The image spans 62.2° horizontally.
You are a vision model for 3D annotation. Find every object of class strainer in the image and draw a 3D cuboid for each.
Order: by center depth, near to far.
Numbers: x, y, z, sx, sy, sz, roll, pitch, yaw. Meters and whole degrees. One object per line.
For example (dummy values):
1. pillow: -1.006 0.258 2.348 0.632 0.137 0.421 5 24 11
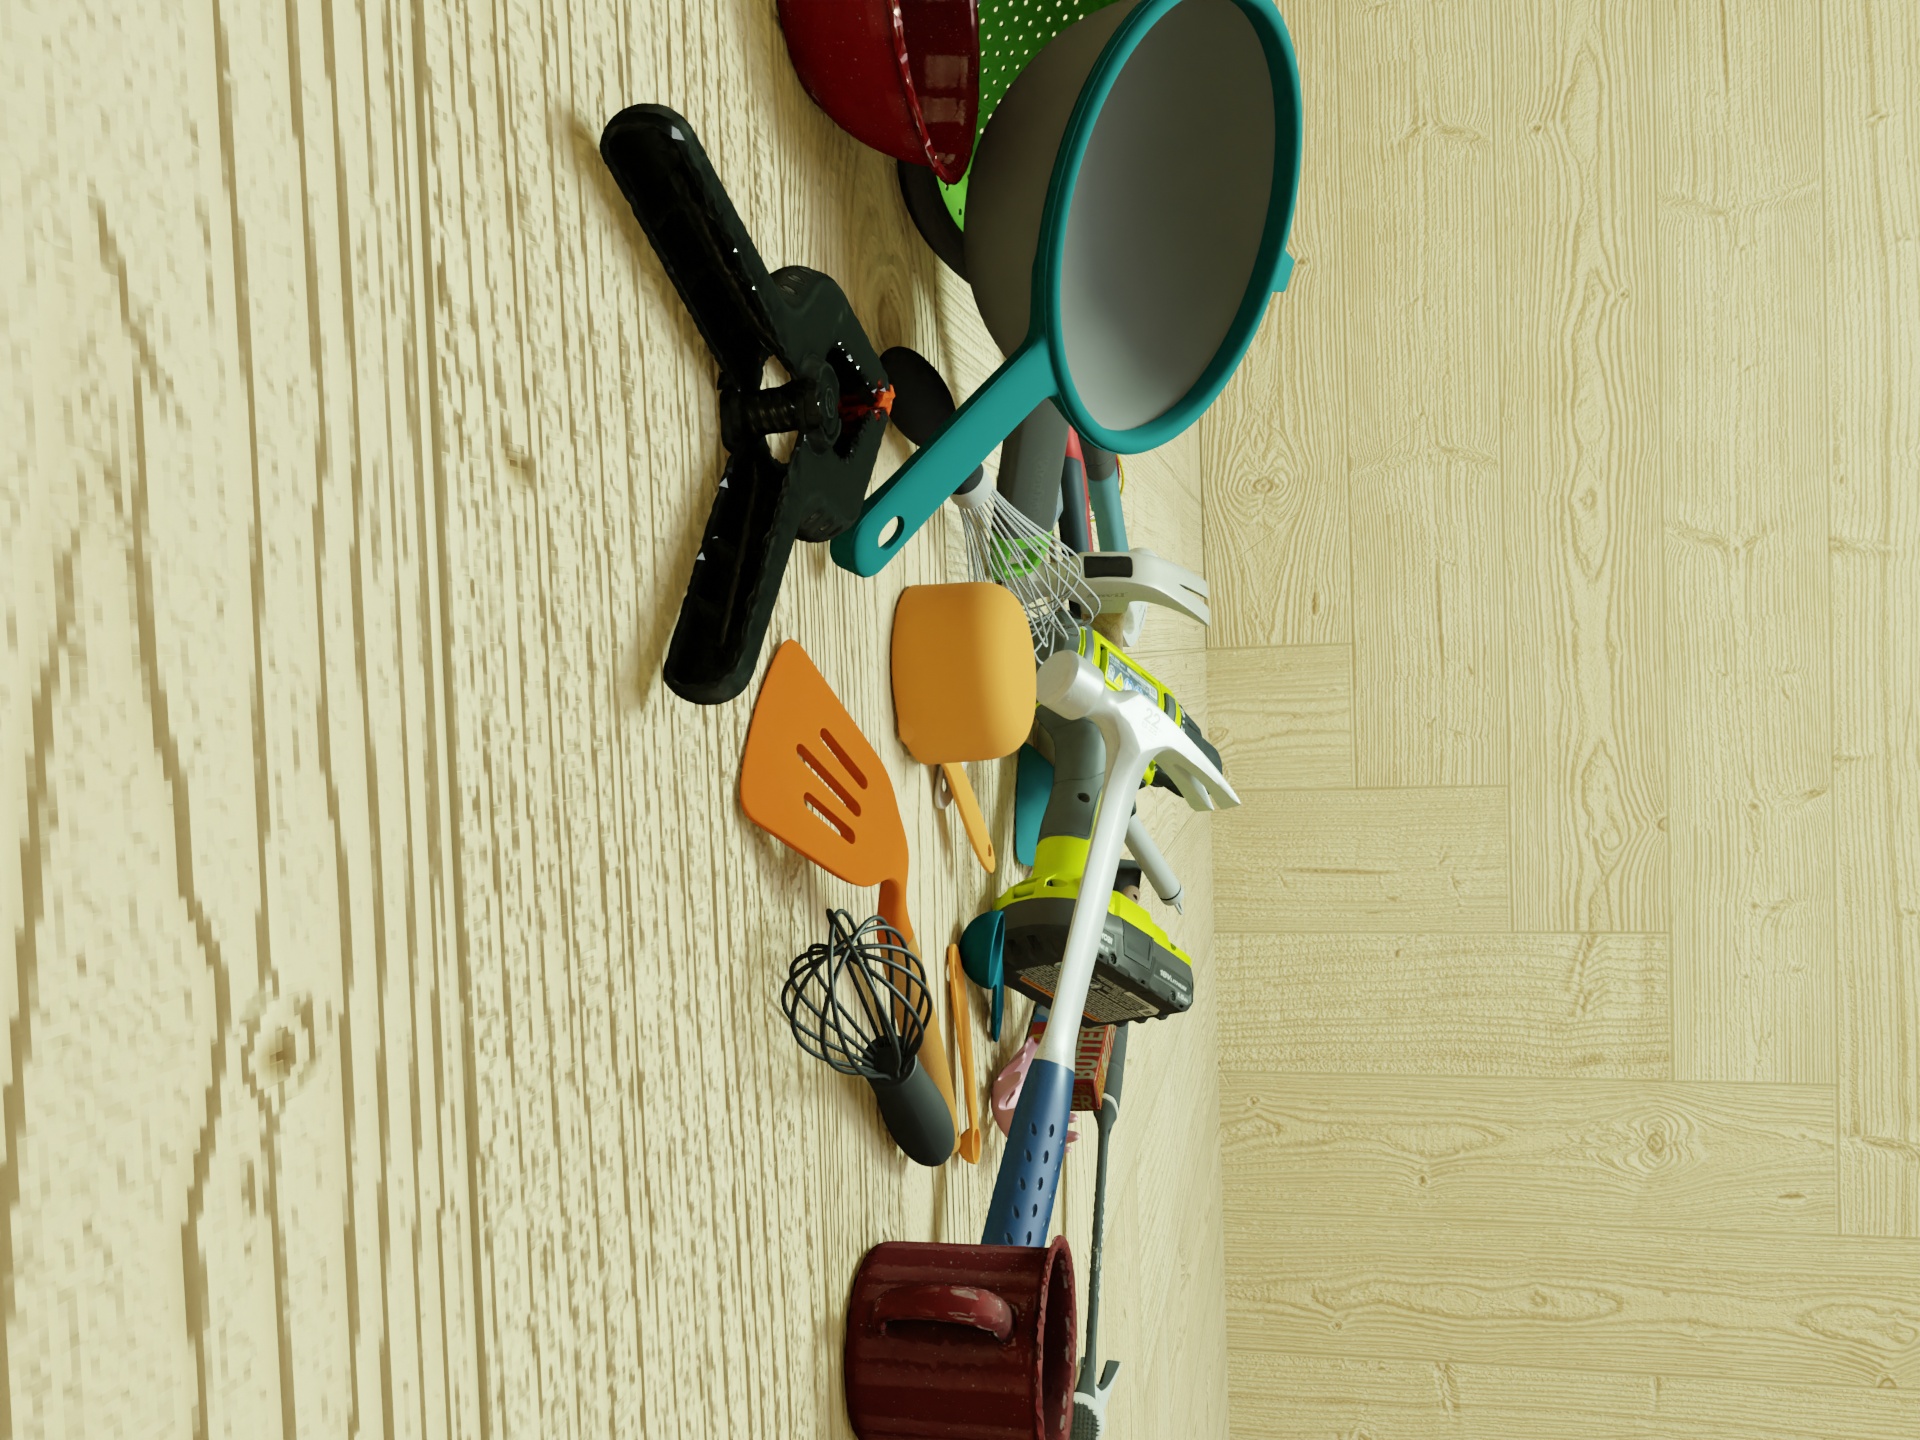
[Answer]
1. strainer: 0.029 -0.192 0.709 0.340 0.095 0.210 -49 145 -24
2. strainer: 0.108 0.060 1.130 0.258 0.050 0.087 55 14 -36

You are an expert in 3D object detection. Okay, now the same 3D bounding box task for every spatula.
1. spatula: -0.033 0.102 0.666 0.322 0.041 0.081 80 15 -48
2. spatula: 0.078 0.109 1.158 0.317 0.044 0.082 71 20 -66

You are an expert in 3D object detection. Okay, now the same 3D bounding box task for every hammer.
1. hammer: 0.055 0.170 0.821 0.144 0.035 0.406 31 62 -30
2. hammer: 0.094 -0.183 1.078 0.330 0.033 0.128 75 27 -44
3. hammer: 0.102 -0.040 1.119 0.331 0.130 0.031 77 13 -71
4. hammer: 0.074 -0.180 1.135 0.143 0.038 0.386 -71 156 -54
5. hammer: 0.107 0.304 1.168 0.149 0.036 0.409 46 48 -74

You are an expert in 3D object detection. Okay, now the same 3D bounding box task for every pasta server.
1. pasta server: 0.079 0.179 1.024 0.060 0.040 0.316 57 28 -7

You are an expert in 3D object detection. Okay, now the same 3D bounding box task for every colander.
1. colander: 0.038 -0.260 0.854 0.095 0.204 0.396 54 -33 42

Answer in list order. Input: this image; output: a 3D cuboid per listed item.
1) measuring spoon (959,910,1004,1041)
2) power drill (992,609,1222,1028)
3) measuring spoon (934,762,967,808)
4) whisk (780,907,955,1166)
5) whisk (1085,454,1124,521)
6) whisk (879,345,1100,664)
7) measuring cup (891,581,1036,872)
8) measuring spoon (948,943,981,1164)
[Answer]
1. measuring spoon: 0.012 0.146 0.881 0.128 0.021 0.042 86 15 -54
2. power drill: 0.097 0.067 0.986 0.190 0.080 0.229 35 50 -38
3. measuring spoon: -0.001 -0.003 0.843 0.034 0.018 0.124 61 35 -41
4. whisk: -0.026 0.139 0.636 0.238 0.055 0.055 76 18 -58
5. whisk: 0.084 -0.260 1.181 0.051 0.047 0.244 -70 152 -55
6. whisk: 0.014 -0.107 0.820 0.284 0.070 0.070 51 39 -61
7. measuring cup: 0.015 0.009 0.786 0.095 0.052 0.173 -73 151 -50
8. measuring spoon: -0.001 0.174 0.829 0.021 0.011 0.117 -21 105 -76
